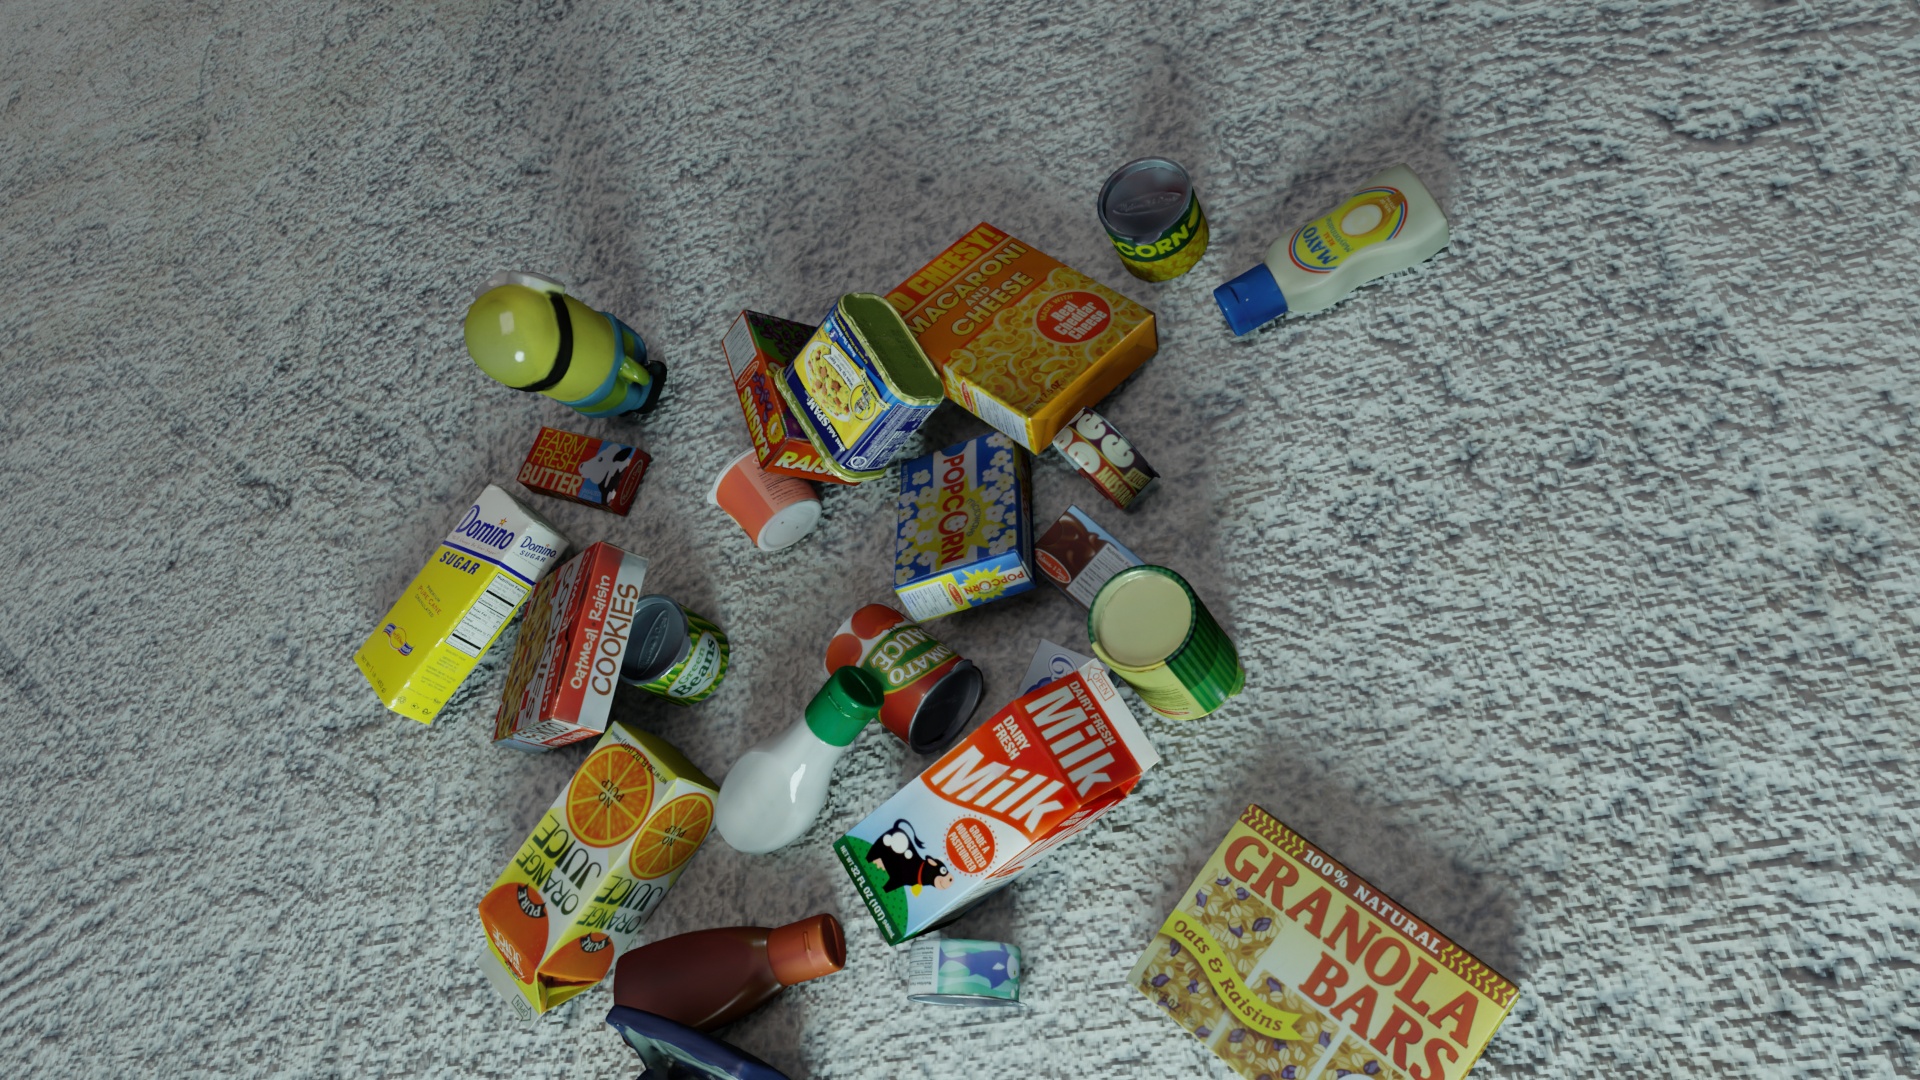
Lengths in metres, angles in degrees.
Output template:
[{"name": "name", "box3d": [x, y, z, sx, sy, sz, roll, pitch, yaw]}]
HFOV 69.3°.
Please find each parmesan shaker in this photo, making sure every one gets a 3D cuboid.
[{"name": "parmesan shaker", "box3d": [0.123, 0.061, 0.819, 0.071, 0.103, 0.071, -9, 65, 20]}]

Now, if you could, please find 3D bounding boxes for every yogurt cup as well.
[{"name": "yogurt cup", "box3d": [-0.136, -0.030, 0.996, 0.072, 0.072, 0.054, -40, 67, 4]}]

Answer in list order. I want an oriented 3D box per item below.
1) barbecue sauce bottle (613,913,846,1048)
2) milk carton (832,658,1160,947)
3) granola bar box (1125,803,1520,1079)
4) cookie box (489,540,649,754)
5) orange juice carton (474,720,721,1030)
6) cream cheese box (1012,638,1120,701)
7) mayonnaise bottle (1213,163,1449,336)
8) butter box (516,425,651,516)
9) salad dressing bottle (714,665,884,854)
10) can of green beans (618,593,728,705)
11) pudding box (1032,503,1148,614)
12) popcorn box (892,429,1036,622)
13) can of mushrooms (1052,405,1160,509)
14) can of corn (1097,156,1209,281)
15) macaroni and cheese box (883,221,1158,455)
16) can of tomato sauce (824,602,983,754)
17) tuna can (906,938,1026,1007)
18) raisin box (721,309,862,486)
[{"name": "barbecue sauce bottle", "box3d": [-0.146, 0.274, 0.879, 0.148, 0.043, 0.065, -20, 61, 14]}, {"name": "milk carton", "box3d": [0.026, 0.152, 0.810, 0.190, 0.073, 0.072, -40, 69, 19]}, {"name": "granola bar box", "box3d": [0.193, 0.241, 0.748, 0.166, 0.039, 0.124, 34, 85, 31]}, {"name": "cookie box", "box3d": [-0.277, 0.079, 0.971, 0.167, 0.040, 0.123, -22, 53, 56]}, {"name": "orange juice carton", "box3d": [-0.248, 0.224, 0.927, 0.072, 0.073, 0.193, 33, 84, 31]}, {"name": "cream cheese box", "box3d": [0.055, 0.118, 0.870, 0.053, 0.024, 0.104, 19, 77, 28]}, {"name": "mayonnaise bottle", "box3d": [0.240, -0.185, 0.912, 0.148, 0.041, 0.065, -29, 62, 9]}, {"name": "butter box", "box3d": [-0.299, -0.056, 1.101, 0.103, 0.024, 0.053, 13, 73, 27]}, {"name": "salad dressing bottle", "box3d": [-0.102, 0.140, 0.883, 0.064, 0.044, 0.147, 50, 119, 19]}, {"name": "can of green beans", "box3d": [-0.206, 0.078, 0.982, 0.071, 0.057, 0.071, -9, 65, 20]}, {"name": "pudding box", "box3d": [0.088, 0.021, 0.895, 0.049, 0.030, 0.084, -48, 58, -1]}, {"name": "popcorn box", "box3d": [0.003, -0.011, 0.916, 0.085, 0.038, 0.127, -18, 40, 16]}, {"name": "can of mushrooms", "box3d": [0.095, -0.052, 0.903, 0.033, 0.071, 0.071, -45, 58, 1]}, {"name": "can of corn", "box3d": [0.135, -0.220, 0.963, 0.071, 0.058, 0.071, -9, 65, 20]}, {"name": "macaroni and cheese box", "box3d": [0.033, -0.144, 0.965, 0.124, 0.040, 0.167, -41, 55, -20]}, {"name": "can of tomato sauce", "box3d": [-0.037, 0.086, 0.898, 0.083, 0.071, 0.071, 33, 84, 32]}, {"name": "tuna can", "box3d": [0.005, 0.253, 0.811, 0.071, 0.071, 0.033, -6, 66, 21]}, {"name": "raisin box", "box3d": [-0.114, -0.102, 1.002, 0.040, 0.086, 0.124, -43, 54, 34]}]
